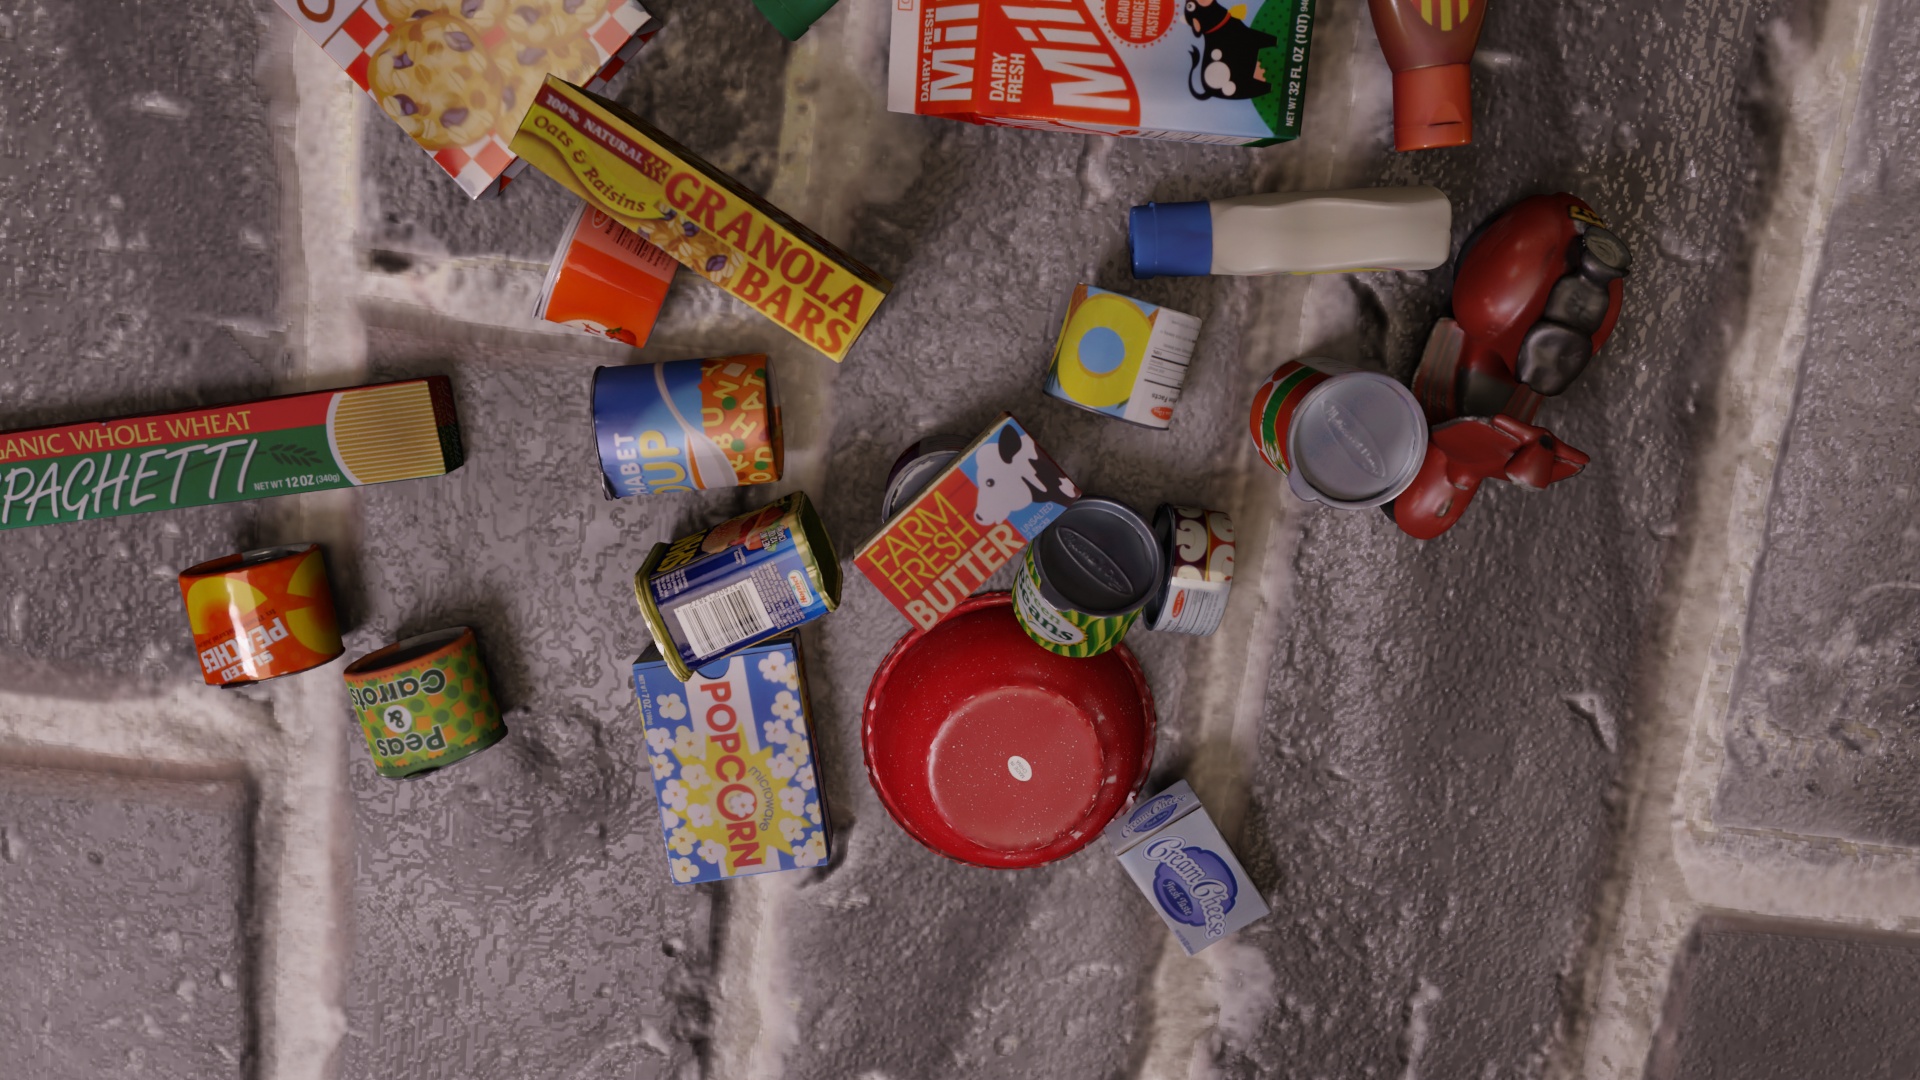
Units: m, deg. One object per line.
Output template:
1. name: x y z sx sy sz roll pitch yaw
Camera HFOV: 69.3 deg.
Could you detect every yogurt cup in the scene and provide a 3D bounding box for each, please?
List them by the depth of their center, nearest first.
1. yogurt cup: -0.168 -0.129 0.675 0.054 0.072 0.072 23 101 -14

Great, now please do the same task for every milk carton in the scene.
1. milk carton: 0.062 -0.230 0.654 0.191 0.073 0.072 3 102 -2

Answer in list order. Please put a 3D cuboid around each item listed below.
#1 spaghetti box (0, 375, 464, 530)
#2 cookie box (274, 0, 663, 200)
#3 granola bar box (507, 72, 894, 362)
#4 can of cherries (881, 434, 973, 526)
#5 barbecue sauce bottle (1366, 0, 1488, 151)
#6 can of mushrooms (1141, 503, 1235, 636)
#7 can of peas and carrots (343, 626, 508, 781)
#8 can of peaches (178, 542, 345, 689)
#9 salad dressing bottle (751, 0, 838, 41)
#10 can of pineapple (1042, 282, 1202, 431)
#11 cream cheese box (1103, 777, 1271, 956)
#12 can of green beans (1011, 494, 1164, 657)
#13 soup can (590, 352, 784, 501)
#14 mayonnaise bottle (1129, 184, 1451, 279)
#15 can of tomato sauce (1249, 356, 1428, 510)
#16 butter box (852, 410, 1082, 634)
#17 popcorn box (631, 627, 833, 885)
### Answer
1. spaghetti box: -0.383 -0.043 0.704 0.250 0.029 0.050 -7 101 0
2. cookie box: -0.245 -0.265 0.656 0.123 0.040 0.167 -43 101 7
3. granola bar box: -0.112 -0.146 0.641 0.165 0.124 0.039 32 100 -8
4. can of cherries: -0.008 -0.015 0.705 0.071 0.058 0.071 -1 103 -2
5. barbecue sauce bottle: 0.224 -0.264 0.666 0.065 0.044 0.148 -6 102 -1
6. can of mushrooms: 0.116 0.014 0.712 0.033 0.071 0.071 8 102 -3
7. can of peas and carrots: -0.275 0.083 0.712 0.071 0.071 0.058 -15 102 2
8. can of peaches: -0.353 0.037 0.700 0.071 0.071 0.058 -8 101 0
9. salad dressing bottle: -0.036 -0.296 0.646 0.147 0.064 0.044 -38 120 15
10. can of pineapple: 0.078 -0.092 0.688 0.071 0.071 0.057 16 101 -5
11. cream cheese box: 0.123 0.178 0.749 0.053 0.024 0.103 -32 123 4
12. can of green beans: 0.063 0.019 0.701 0.071 0.057 0.071 4 63 -8
13. soup can: -0.133 -0.055 0.687 0.084 0.071 0.071 -5 102 -1
14. mayonnaise bottle: 0.158 -0.150 0.681 0.148 0.065 0.041 -3 106 3
15. can of tomato sauce: 0.183 -0.054 0.689 0.071 0.083 0.071 0 102 -1
16. butter box: 0.002 -0.008 0.663 0.103 0.024 0.053 -42 100 6
17. popcorn box: -0.119 0.115 0.740 0.085 0.038 0.126 -8 102 1
